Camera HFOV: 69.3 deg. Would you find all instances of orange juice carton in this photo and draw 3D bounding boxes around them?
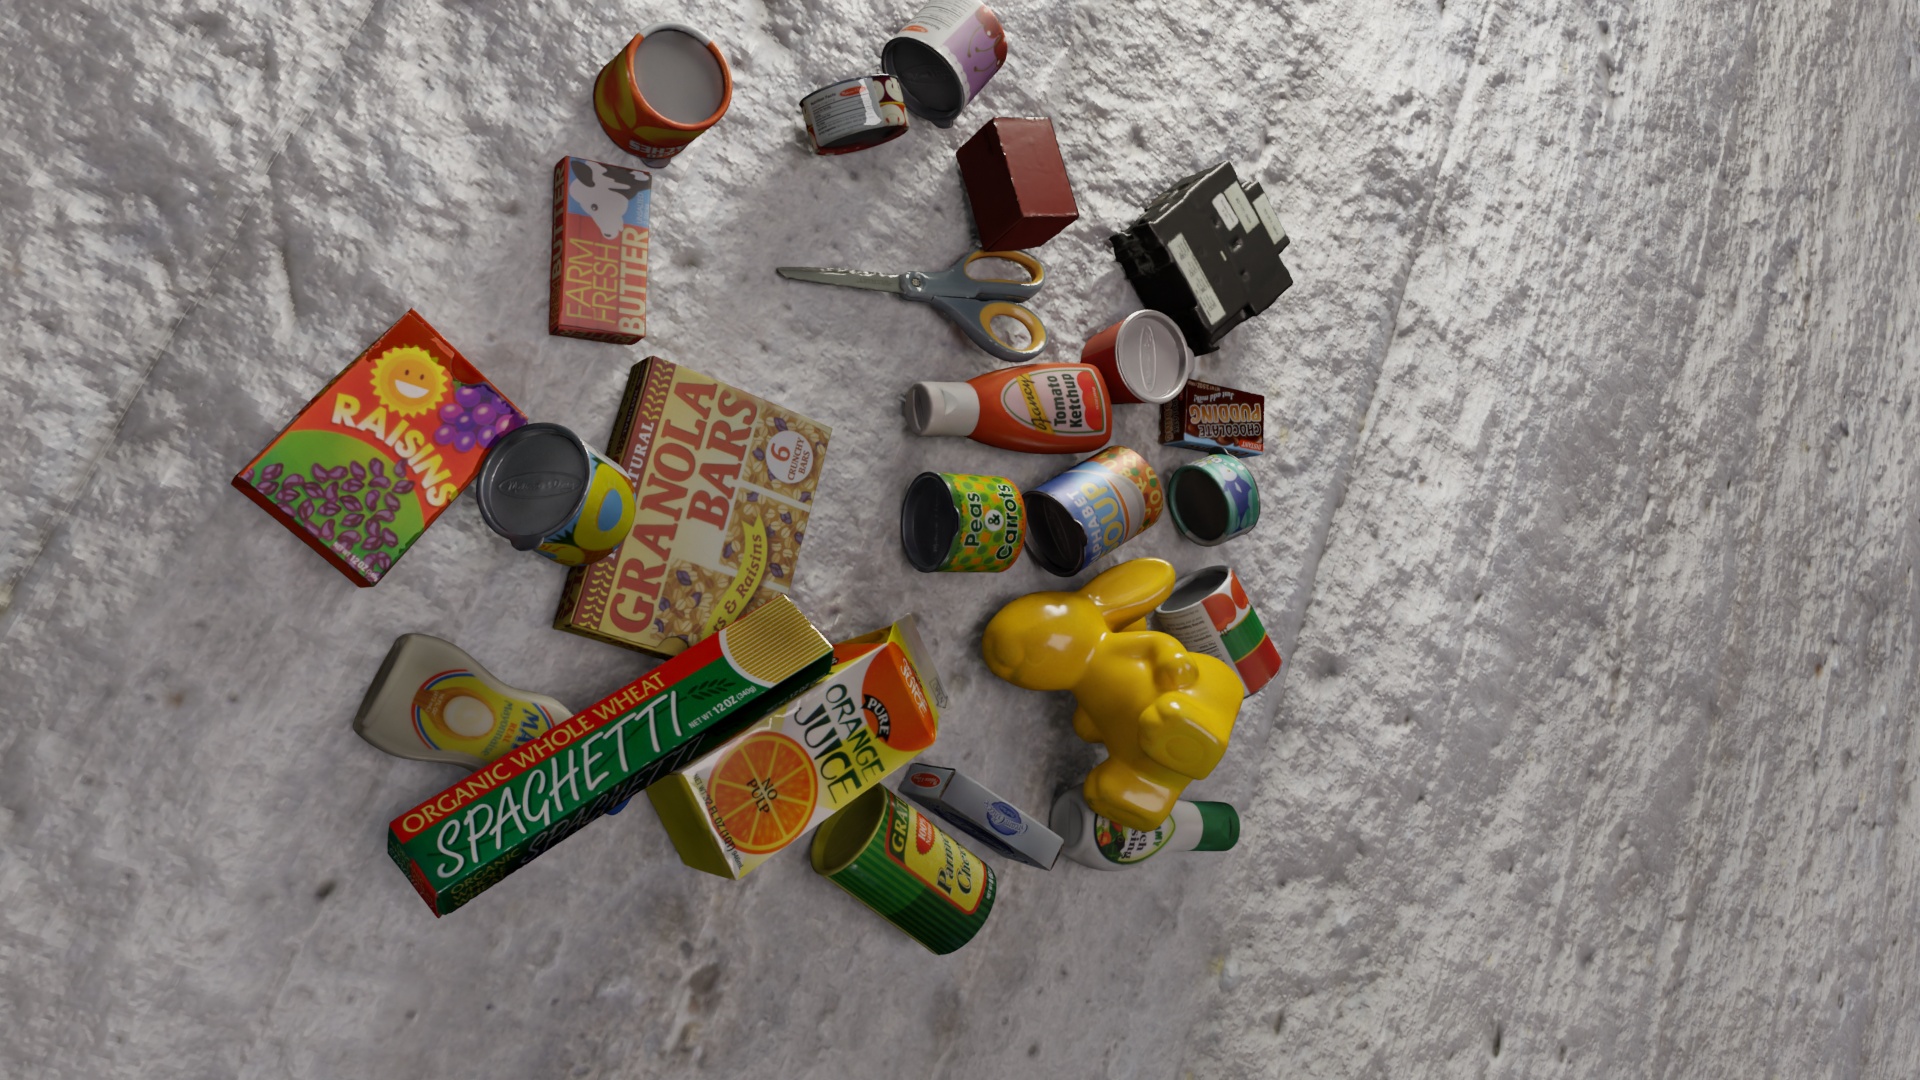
[{"bbox_3d":[-0.089,0.118,0.840,0.193,0.073,0.071,-31,103,-32],"label":"orange juice carton"}]

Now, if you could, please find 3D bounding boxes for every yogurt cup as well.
[{"bbox_3d":[0.124,-0.130,1.011,0.072,0.054,0.072,3,84,-33],"label":"yogurt cup"}]

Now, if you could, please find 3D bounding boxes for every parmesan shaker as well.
[{"bbox_3d":[-0.034,0.204,0.874,0.103,0.071,0.071,41,66,-24],"label":"parmesan shaker"}]

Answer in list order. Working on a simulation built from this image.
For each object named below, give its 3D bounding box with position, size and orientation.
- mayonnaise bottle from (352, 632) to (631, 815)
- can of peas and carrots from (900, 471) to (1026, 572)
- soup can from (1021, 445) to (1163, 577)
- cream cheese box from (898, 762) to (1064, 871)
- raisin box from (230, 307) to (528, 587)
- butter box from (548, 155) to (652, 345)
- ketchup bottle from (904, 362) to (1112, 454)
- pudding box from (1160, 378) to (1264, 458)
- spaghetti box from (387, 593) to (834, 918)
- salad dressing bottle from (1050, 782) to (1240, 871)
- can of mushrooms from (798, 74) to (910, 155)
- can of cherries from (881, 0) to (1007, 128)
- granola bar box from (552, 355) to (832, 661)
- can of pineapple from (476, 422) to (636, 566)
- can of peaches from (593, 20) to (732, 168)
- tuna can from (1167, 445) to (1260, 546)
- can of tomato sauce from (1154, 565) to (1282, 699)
[{"bbox_3d":[-0.246,0.106,0.756,0.148,0.041,0.065,31,69,-27],"label":"mayonnaise bottle"},{"bbox_3d":[0.003,-0.011,0.912,0.059,0.071,0.071,2,85,-34],"label":"can of peas and carrots"},{"bbox_3d":[0.093,-0.021,0.971,0.084,0.071,0.071,-30,102,-31],"label":"soup can"},{"bbox_3d":[0.014,0.181,0.913,0.103,0.053,0.024,37,70,-25],"label":"cream cheese box"},{"bbox_3d":[-0.304,-0.048,0.734,0.086,0.040,0.124,46,63,-21],"label":"raisin box"},{"bbox_3d":[-0.211,-0.169,0.813,0.053,0.024,0.103,5,83,-33],"label":"butter box"},{"bbox_3d":[0.034,-0.090,0.955,0.149,0.043,0.065,-4,78,-33],"label":"ketchup bottle"},{"bbox_3d":[0.194,-0.093,1.068,0.084,0.030,0.049,8,83,-32],"label":"pudding box"},{"bbox_3d":[-0.179,0.109,0.745,0.251,0.028,0.050,-31,64,-32],"label":"spaghetti box"},{"bbox_3d":[0.135,0.204,0.996,0.148,0.044,0.064,8,79,-33],"label":"salad dressing bottle"},{"bbox_3d":[-0.067,-0.273,0.894,0.071,0.071,0.033,-19,97,-33],"label":"can of mushrooms"},{"bbox_3d":[-0.010,-0.324,0.936,0.071,0.071,0.058,47,63,-21],"label":"can of cherries"},{"bbox_3d":[-0.156,-0.011,0.827,0.124,0.039,0.166,21,75,-30],"label":"granola bar box"},{"bbox_3d":[-0.218,-0.022,0.753,0.057,0.071,0.071,51,51,-69],"label":"can of pineapple"},{"bbox_3d":[-0.176,-0.264,0.825,0.071,0.058,0.071,3,84,-33],"label":"can of peaches"},{"bbox_3d":[0.188,-0.033,1.037,0.033,0.071,0.071,-20,97,-32],"label":"tuna can"},{"bbox_3d":[0.192,0.069,1.032,0.071,0.071,0.083,-38,106,-29],"label":"can of tomato sauce"}]
